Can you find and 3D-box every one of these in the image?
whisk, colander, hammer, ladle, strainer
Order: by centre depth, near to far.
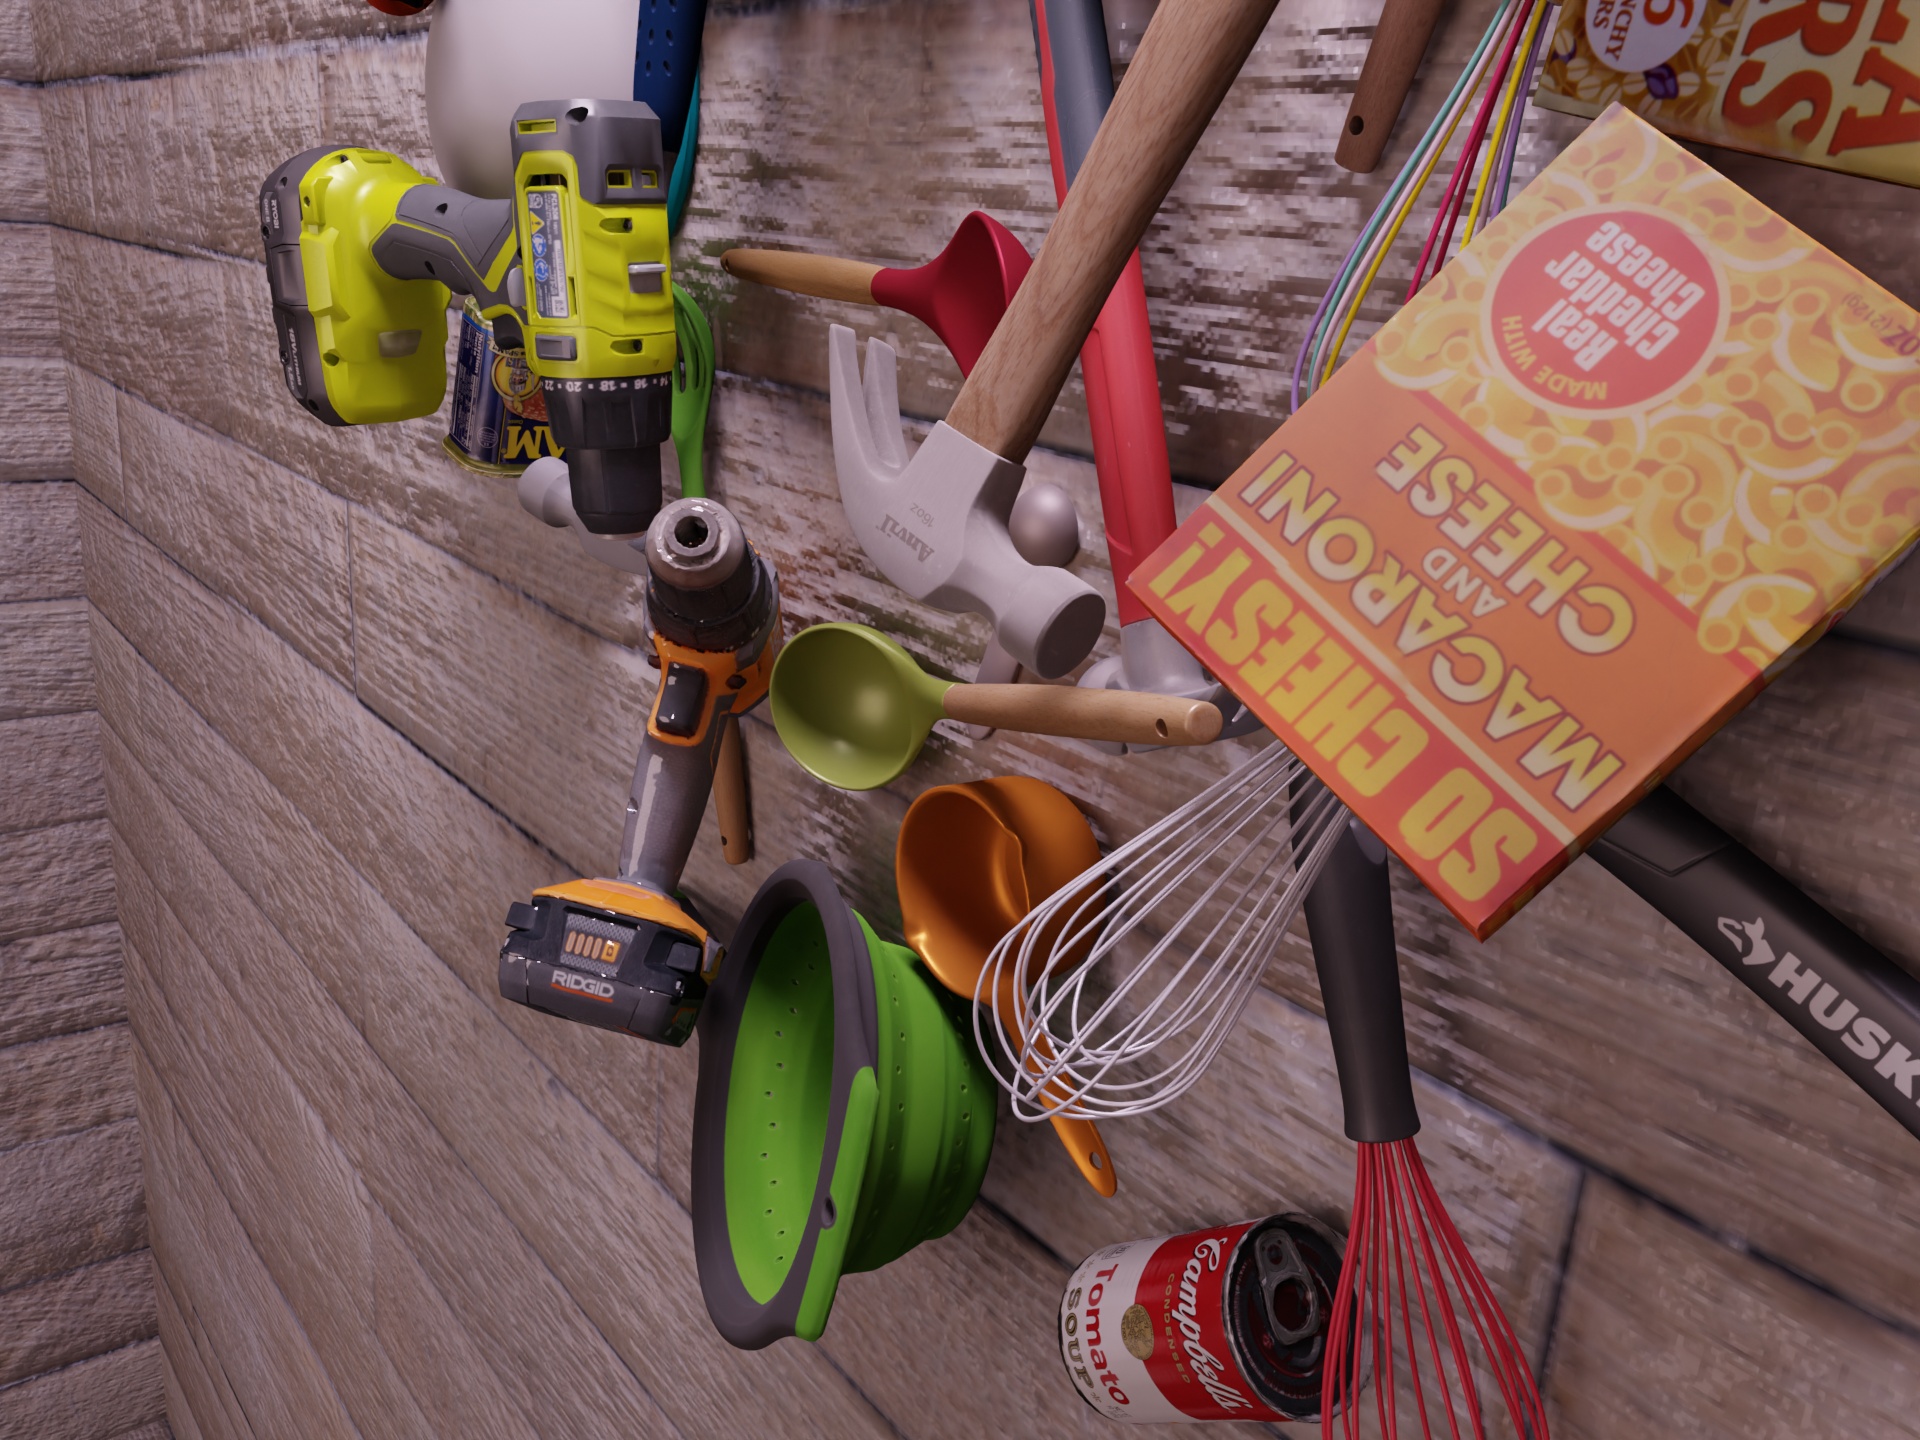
[{"bbox_3d":[0.192,0.029,0.434,0.335,0.035,0.146,48,133,35],"label":"hammer"},{"bbox_3d":[0.107,0.006,0.437,0.284,0.070,0.070,-49,54,10],"label":"whisk"},{"bbox_3d":[0.151,-0.175,0.437,0.051,0.047,0.244,21,115,5],"label":"whisk"},{"bbox_3d":[0.060,-0.185,0.471,0.130,0.031,0.331,37,105,33],"label":"hammer"},{"bbox_3d":[0.136,0.147,0.500,0.073,0.073,0.296,-7,93,53],"label":"whisk"},{"bbox_3d":[0.050,-0.183,0.539,0.143,0.038,0.386,161,102,-77],"label":"hammer"},{"bbox_3d":[-0.001,-0.002,0.598,0.320,0.062,0.078,7,115,68],"label":"ladle"},{"bbox_3d":[-0.043,-0.181,0.661,0.316,0.031,0.069,34,130,57],"label":"ladle"},{"bbox_3d":[-0.138,-0.255,0.739,0.144,0.035,0.405,31,124,29],"label":"hammer"},{"bbox_3d":[-0.074,0.153,0.774,0.397,0.094,0.204,-153,75,-67],"label":"colander"},{"bbox_3d":[-0.194,-0.350,0.800,0.340,0.095,0.211,-19,82,54],"label":"strainer"}]

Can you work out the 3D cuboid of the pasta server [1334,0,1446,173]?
[{"bbox_3d":[0.165,-0.296,0.408,0.060,0.040,0.316,47,136,35],"label":"pasta server"}]

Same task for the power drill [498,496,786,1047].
[{"bbox_3d":[-0.131,0.022,0.704,0.185,0.084,0.226,105,179,-75],"label":"power drill"}]

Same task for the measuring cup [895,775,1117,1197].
[{"bbox_3d":[0.037,0.102,0.638,0.095,0.052,0.174,-47,63,46],"label":"measuring cup"}]

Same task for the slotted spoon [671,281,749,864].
[{"bbox_3d":[-0.137,-0.077,0.843,0.070,0.031,0.313,5,103,52],"label":"slotted spoon"}]

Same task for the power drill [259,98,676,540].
[{"bbox_3d":[-0.227,-0.190,0.760,0.229,0.080,0.190,11,111,33],"label":"power drill"}]

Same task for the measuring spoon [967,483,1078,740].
[{"bbox_3d":[0.018,-0.041,0.656,0.034,0.018,0.124,46,132,36],"label":"measuring spoon"}]
